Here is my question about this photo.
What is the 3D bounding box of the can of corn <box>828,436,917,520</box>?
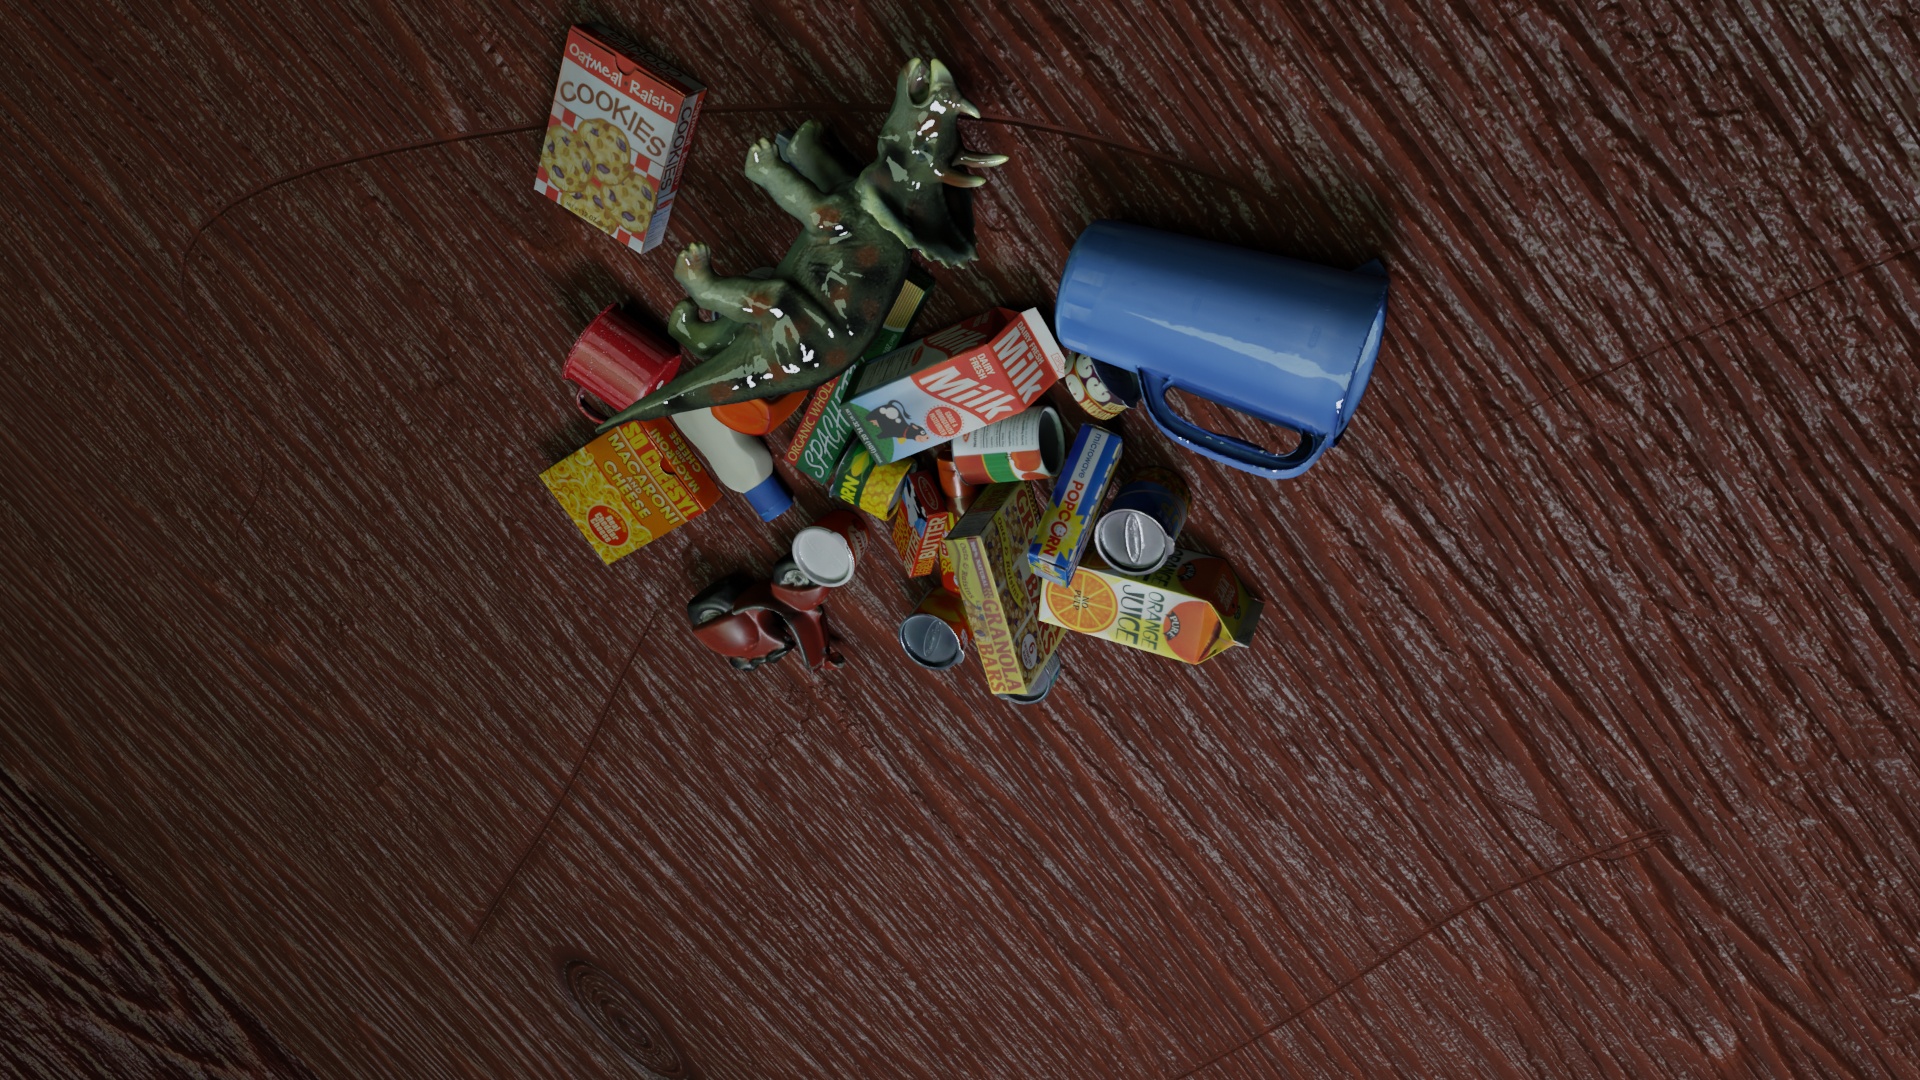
[{"bbox_3d":[-0.082,-0.058,1.314,0.058,0.071,0.070,27,127,7],"label":"can of corn"}]

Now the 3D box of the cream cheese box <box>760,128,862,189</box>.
[{"bbox_3d":[-0.121,-0.310,1.211,0.104,0.024,0.053,31,128,6],"label":"cream cheese box"}]

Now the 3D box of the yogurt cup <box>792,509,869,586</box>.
[{"bbox_3d":[-0.126,0.005,1.383,0.072,0.054,0.072,12,123,19],"label":"yogurt cup"}]

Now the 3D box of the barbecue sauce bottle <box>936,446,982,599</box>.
[{"bbox_3d":[0.005,-0.016,1.314,0.065,0.044,0.147,11,123,32],"label":"barbecue sauce bottle"}]

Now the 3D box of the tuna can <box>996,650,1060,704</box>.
[{"bbox_3d":[0.062,0.128,1.381,0.071,0.033,0.070,12,123,19],"label":"tuna can"}]

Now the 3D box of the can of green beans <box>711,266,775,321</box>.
[{"bbox_3d":[-0.186,-0.212,1.280,0.071,0.058,0.071,12,123,19],"label":"can of green beans"}]

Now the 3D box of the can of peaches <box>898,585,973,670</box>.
[{"bbox_3d":[-0.018,0.087,1.379,0.071,0.058,0.071,11,122,19],"label":"can of peaches"}]

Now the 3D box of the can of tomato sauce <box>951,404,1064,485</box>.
[{"bbox_3d":[0.044,-0.084,1.242,0.083,0.071,0.071,-4,117,26],"label":"can of tomato sauce"}]

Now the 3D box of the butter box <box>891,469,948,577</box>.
[{"bbox_3d":[-0.039,-0.015,1.317,0.103,0.024,0.053,107,144,-52],"label":"butter box"}]

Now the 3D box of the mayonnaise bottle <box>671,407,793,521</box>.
[{"bbox_3d":[-0.224,-0.087,1.384,0.064,0.041,0.148,-25,107,36],"label":"mayonnaise bottle"}]

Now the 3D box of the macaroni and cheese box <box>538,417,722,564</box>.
[{"bbox_3d":[-0.348,-0.057,1.461,0.166,0.040,0.123,-25,107,35],"label":"macaroni and cheese box"}]

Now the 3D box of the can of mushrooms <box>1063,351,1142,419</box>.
[{"bbox_3d":[0.121,-0.135,1.171,0.033,0.071,0.071,-32,102,37],"label":"can of mushrooms"}]

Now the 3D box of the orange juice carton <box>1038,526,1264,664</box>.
[{"bbox_3d":[0.174,0.051,1.256,0.193,0.072,0.072,15,125,17],"label":"orange juice carton"}]

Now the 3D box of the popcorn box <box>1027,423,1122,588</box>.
[{"bbox_3d":[0.099,-0.029,1.197,0.038,0.127,0.085,22,170,9],"label":"popcorn box"}]

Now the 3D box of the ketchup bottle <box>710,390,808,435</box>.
[{"bbox_3d":[-0.163,-0.146,1.251,0.065,0.149,0.043,20,125,13],"label":"ketchup bottle"}]

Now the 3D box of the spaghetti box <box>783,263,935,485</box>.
[{"bbox_3d":[-0.098,-0.153,1.291,0.050,0.029,0.248,34,127,3],"label":"spaghetti box"}]

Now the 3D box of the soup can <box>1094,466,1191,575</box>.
[{"bbox_3d":[0.163,-0.018,1.213,0.071,0.084,0.071,12,123,19],"label":"soup can"}]

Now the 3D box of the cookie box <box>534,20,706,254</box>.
[{"bbox_3d":[-0.311,-0.364,1.259,0.123,0.040,0.166,32,127,5],"label":"cookie box"}]

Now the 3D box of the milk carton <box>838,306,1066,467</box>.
[{"bbox_3d":[-0.003,-0.140,1.210,0.190,0.074,0.072,-20,120,24],"label":"milk carton"}]

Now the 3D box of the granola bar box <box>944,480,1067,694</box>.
[{"bbox_3d":[0.045,0.040,1.278,0.039,0.125,0.165,-4,117,28],"label":"granola bar box"}]
